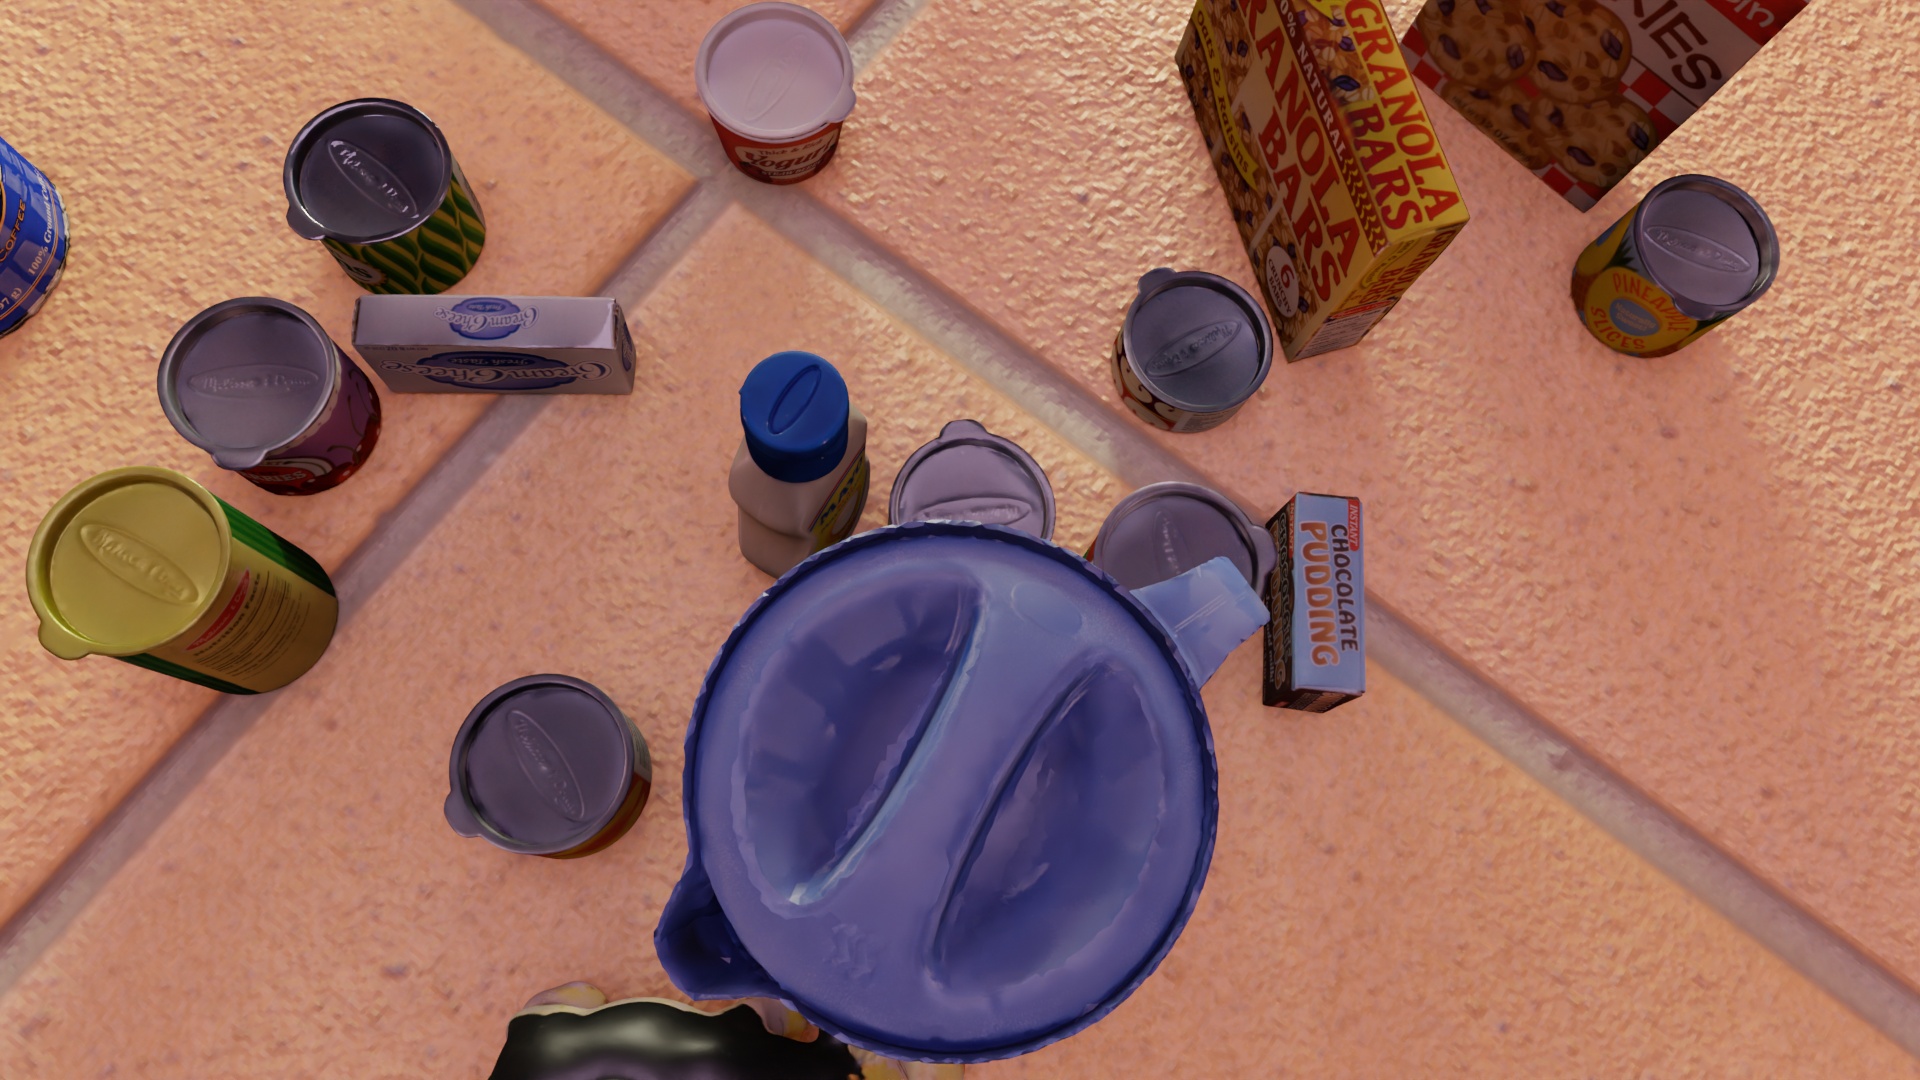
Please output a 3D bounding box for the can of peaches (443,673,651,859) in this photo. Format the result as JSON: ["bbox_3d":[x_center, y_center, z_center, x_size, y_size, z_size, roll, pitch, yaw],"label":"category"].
[{"bbox_3d":[-0.157,0.089,0.533,0.071,0.058,0.071,1,75,-4],"label":"can of peaches"}]

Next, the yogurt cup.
[{"bbox_3d":[-0.081,-0.195,0.618,0.072,0.053,0.072,1,75,-4],"label":"yogurt cup"}]

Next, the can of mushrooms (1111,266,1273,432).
[{"bbox_3d":[0.100,-0.085,0.614,0.071,0.033,0.071,1,75,-4],"label":"can of mushrooms"}]

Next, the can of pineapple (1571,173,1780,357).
[{"bbox_3d":[0.321,-0.122,0.630,0.071,0.057,0.071,1,75,-4],"label":"can of pineapple"}]

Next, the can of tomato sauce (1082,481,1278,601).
[{"bbox_3d":[0.081,0.019,0.559,0.071,0.083,0.071,1,75,-4],"label":"can of tomato sauce"}]

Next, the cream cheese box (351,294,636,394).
[{"bbox_3d":[-0.191,-0.081,0.578,0.104,0.053,0.024,0,76,-5],"label":"cream cheese box"}]

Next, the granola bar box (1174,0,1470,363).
[{"bbox_3d":[0.149,-0.177,0.596,0.039,0.124,0.166,-15,77,-8],"label":"granola bar box"}]

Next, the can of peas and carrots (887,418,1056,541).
[{"bbox_3d":[0.002,-0.007,0.572,0.071,0.058,0.071,1,75,-4],"label":"can of peas and carrots"}]

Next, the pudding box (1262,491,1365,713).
[{"bbox_3d":[0.147,0.027,0.580,0.030,0.049,0.084,5,75,-3],"label":"pudding box"}]

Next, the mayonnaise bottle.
[{"bbox_3d":[-0.060,-0.027,0.526,0.041,0.147,0.065,31,75,4],"label":"mayonnaise bottle"}]

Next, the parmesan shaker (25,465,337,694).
[{"bbox_3d":[-0.286,0.021,0.517,0.071,0.103,0.071,1,75,-4],"label":"parmesan shaker"}]

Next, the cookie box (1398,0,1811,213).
[{"bbox_3d":[0.274,-0.231,0.599,0.123,0.167,0.040,43,76,7],"label":"cookie box"}]

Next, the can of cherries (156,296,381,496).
[{"bbox_3d":[-0.277,-0.054,0.561,0.071,0.058,0.071,1,75,-4],"label":"can of cherries"}]

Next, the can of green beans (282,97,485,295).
[{"bbox_3d":[-0.242,-0.143,0.588,0.071,0.057,0.071,1,75,-4],"label":"can of green beans"}]
